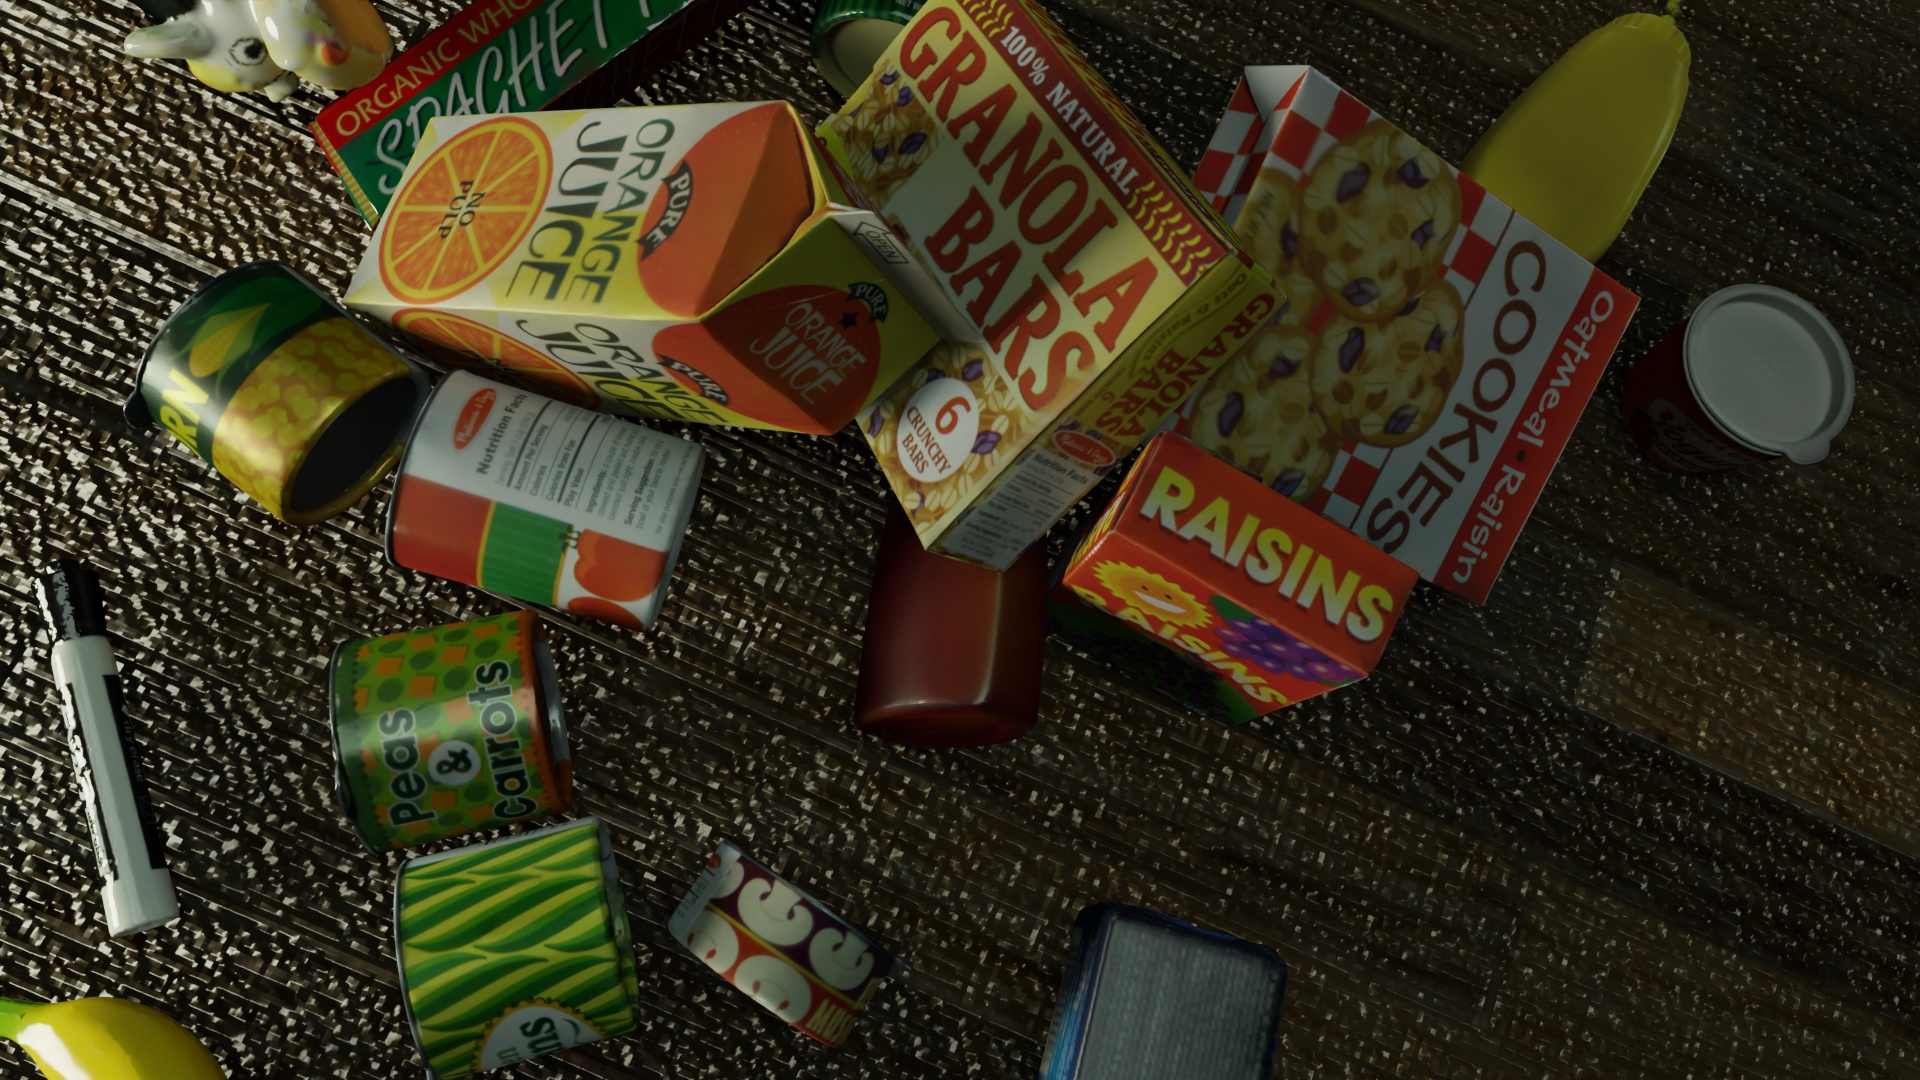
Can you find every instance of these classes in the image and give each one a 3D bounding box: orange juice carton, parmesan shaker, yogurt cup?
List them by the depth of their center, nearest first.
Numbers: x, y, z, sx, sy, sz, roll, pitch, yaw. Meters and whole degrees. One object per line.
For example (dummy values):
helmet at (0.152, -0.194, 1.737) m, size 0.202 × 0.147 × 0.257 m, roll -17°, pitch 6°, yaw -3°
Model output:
orange juice carton at (-0.089, -0.082, 0.425) m, size 0.193 × 0.071 × 0.073 m, roll 8°, pitch 71°, yaw 30°
parmesan shaker at (-0.008, -0.219, 0.528) m, size 0.071 × 0.071 × 0.103 m, roll 17°, pitch 74°, yaw -4°
yogurt cup at (0.295, -0.058, 0.536) m, size 0.072 × 0.053 × 0.072 m, roll 2°, pitch 75°, yaw -8°

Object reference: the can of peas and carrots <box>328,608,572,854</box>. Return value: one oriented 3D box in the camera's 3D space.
can of peas and carrots at (-0.155, 0.058, 0.427) m, size 0.059 × 0.070 × 0.071 m, roll -11°, pitch 77°, yaw -12°

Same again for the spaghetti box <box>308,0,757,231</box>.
spaghetti box at (-0.112, -0.196, 0.487) m, size 0.250 × 0.028 × 0.050 m, roll -35°, pitch 82°, yaw 2°

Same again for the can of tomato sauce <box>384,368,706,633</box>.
can of tomato sauce at (-0.132, -0.011, 0.451) m, size 0.083 × 0.071 × 0.071 m, roll 17°, pitch 74°, yaw -8°

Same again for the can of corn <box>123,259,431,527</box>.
can of corn at (-0.217, -0.045, 0.447) m, size 0.058 × 0.071 × 0.071 m, roll 37°, pitch 73°, yaw 2°

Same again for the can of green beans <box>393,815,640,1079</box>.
can of green beans at (-0.131, 0.121, 0.416) m, size 0.058 × 0.071 × 0.071 m, roll -12°, pitch 77°, yaw -12°

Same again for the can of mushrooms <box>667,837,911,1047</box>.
can of mushrooms at (-0.053, 0.125, 0.427) m, size 0.071 × 0.071 × 0.033 m, roll 35°, pitch 74°, yaw 1°

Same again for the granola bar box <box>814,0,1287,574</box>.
granola bar box at (0.007, -0.092, 0.443) m, size 0.124 × 0.039 × 0.166 m, roll -44°, pitch 54°, yaw 21°

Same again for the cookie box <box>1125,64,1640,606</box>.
cookie box at (0.138, -0.063, 0.468) m, size 0.167 × 0.040 × 0.122 m, roll 22°, pitch 97°, yaw -28°

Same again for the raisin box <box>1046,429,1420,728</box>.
raisin box at (0.078, 0.017, 0.446) m, size 0.086 × 0.123 × 0.040 m, roll 30°, pitch 74°, yaw 0°

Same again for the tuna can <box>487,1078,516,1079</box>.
tuna can at (-0.134, 0.191, 0.396) m, size 0.071 × 0.032 × 0.071 m, roll -12°, pitch 36°, yaw 9°

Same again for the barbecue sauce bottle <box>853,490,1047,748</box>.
barbecue sauce bottle at (0.002, -0.006, 0.476) m, size 0.043 × 0.064 × 0.149 m, roll 30°, pitch 58°, yaw -42°

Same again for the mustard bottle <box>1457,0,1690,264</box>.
mustard bottle at (0.255, -0.166, 0.562) m, size 0.065 × 0.048 × 0.161 m, roll 40°, pitch 72°, yaw 3°
